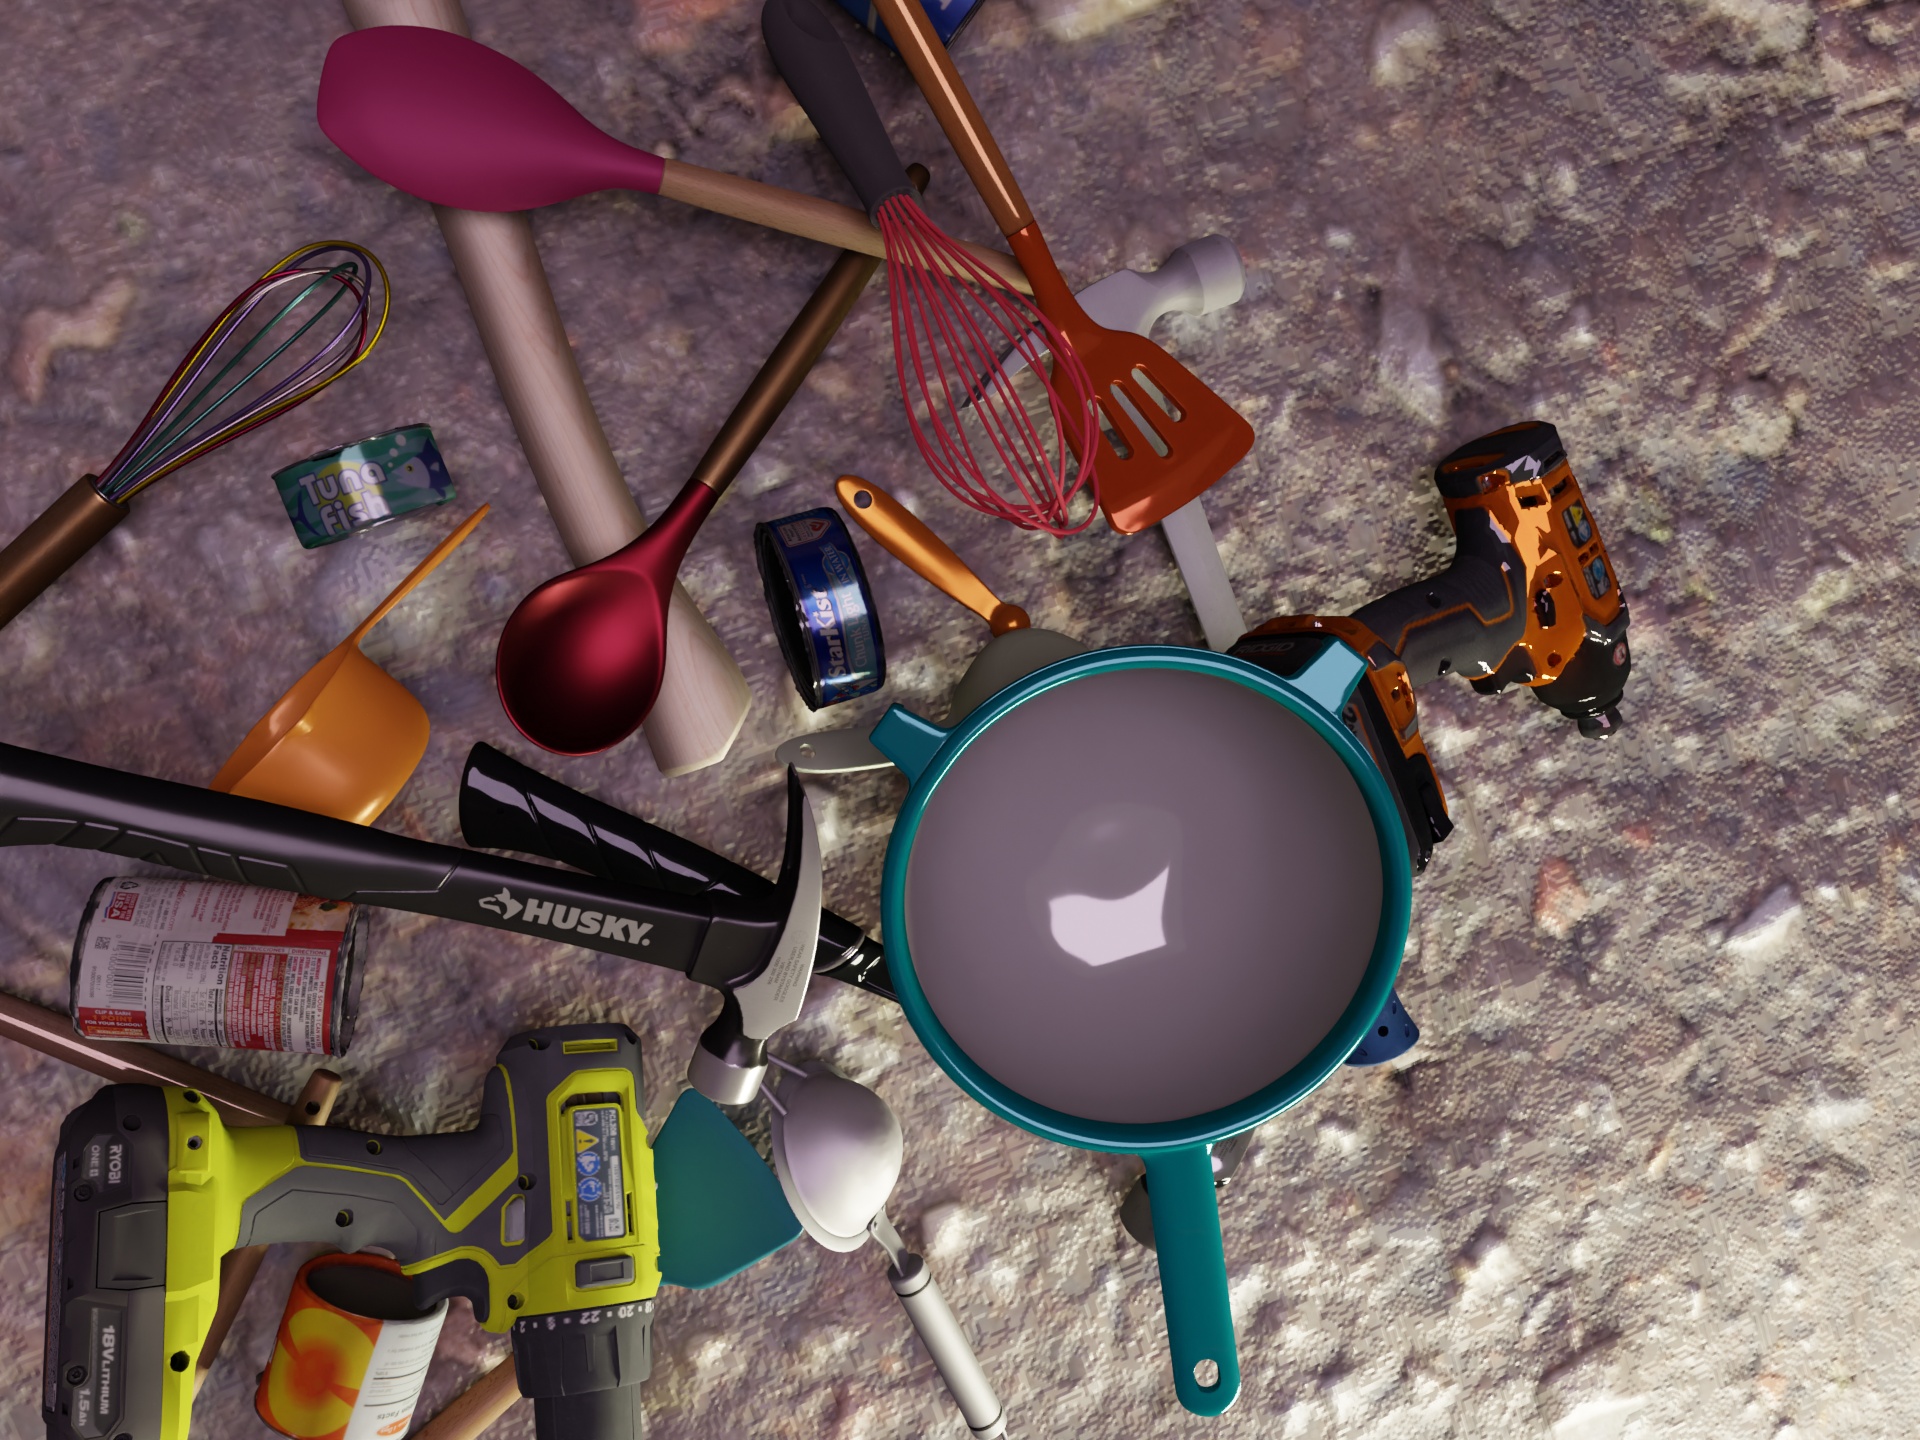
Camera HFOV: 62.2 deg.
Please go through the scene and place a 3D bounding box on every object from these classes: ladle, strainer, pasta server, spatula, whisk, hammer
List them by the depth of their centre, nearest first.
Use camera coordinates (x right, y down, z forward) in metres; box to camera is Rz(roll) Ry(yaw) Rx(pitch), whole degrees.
[{"bbox_3d":[-0.212,0.054,0.613,0.334,0.035,0.146,16,106,-22],"label":"hammer"},{"bbox_3d":[-0.325,-0.103,0.640,0.245,0.051,0.047,-41,116,2],"label":"whisk"},{"bbox_3d":[-0.019,-0.195,0.649,0.073,0.073,0.296,-22,68,-11],"label":"whisk"},{"bbox_3d":[-0.392,0.130,0.657,0.316,0.040,0.060,28,123,-16],"label":"pasta server"},{"bbox_3d":[0.017,-0.231,0.672,0.081,0.041,0.322,-36,109,-9],"label":"spatula"},{"bbox_3d":[-0.196,-0.166,0.677,0.146,0.038,0.410,-22,100,-9],"label":"hammer"},{"bbox_3d":[-0.338,0.294,0.678,0.078,0.062,0.320,26,86,-13],"label":"ladle"},{"bbox_3d":[-0.097,-0.121,0.682,0.069,0.031,0.315,38,73,-24],"label":"ladle"},{"bbox_3d":[0.082,0.126,0.683,0.211,0.095,0.340,-9,104,0],"label":"strainer"},{"bbox_3d":[-0.209,0.298,0.713,0.317,0.044,0.082,-41,79,-5],"label":"spatula"},{"bbox_3d":[-0.037,0.110,0.730,0.408,0.036,0.149,26,103,-12],"label":"hammer"},{"bbox_3d":[-0.025,0.252,0.744,0.050,0.087,0.258,-15,113,23],"label":"strainer"},{"bbox_3d":[0.132,-0.016,0.769,0.144,0.035,0.405,-24,100,-10],"label":"hammer"}]

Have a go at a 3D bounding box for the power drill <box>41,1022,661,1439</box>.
[{"bbox_3d":[-0.228,0.222,0.628,0.228,0.080,0.191,4,69,-33],"label":"power drill"}]

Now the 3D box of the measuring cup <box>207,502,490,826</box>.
[{"bbox_3d":[-0.238,-0.015,0.668,0.052,0.095,0.174,46,64,-23],"label":"measuring cup"}]

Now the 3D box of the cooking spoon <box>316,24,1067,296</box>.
[{"bbox_3d":[-0.101,-0.223,0.670,0.318,0.017,0.069,10,87,-20],"label":"cooking spoon"}]

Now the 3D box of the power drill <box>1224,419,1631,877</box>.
[{"bbox_3d":[0.232,-0.020,0.747,0.226,0.084,0.164,-37,108,-27],"label":"power drill"}]

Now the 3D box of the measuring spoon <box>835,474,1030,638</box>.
[{"bbox_3d":[-0.012,-0.075,0.741,0.117,0.011,0.021,39,86,-14],"label":"measuring spoon"}]

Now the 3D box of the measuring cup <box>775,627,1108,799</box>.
[{"bbox_3d":[-0.001,-0.002,0.702,0.167,0.038,0.083,-8,59,-31],"label":"measuring cup"}]
